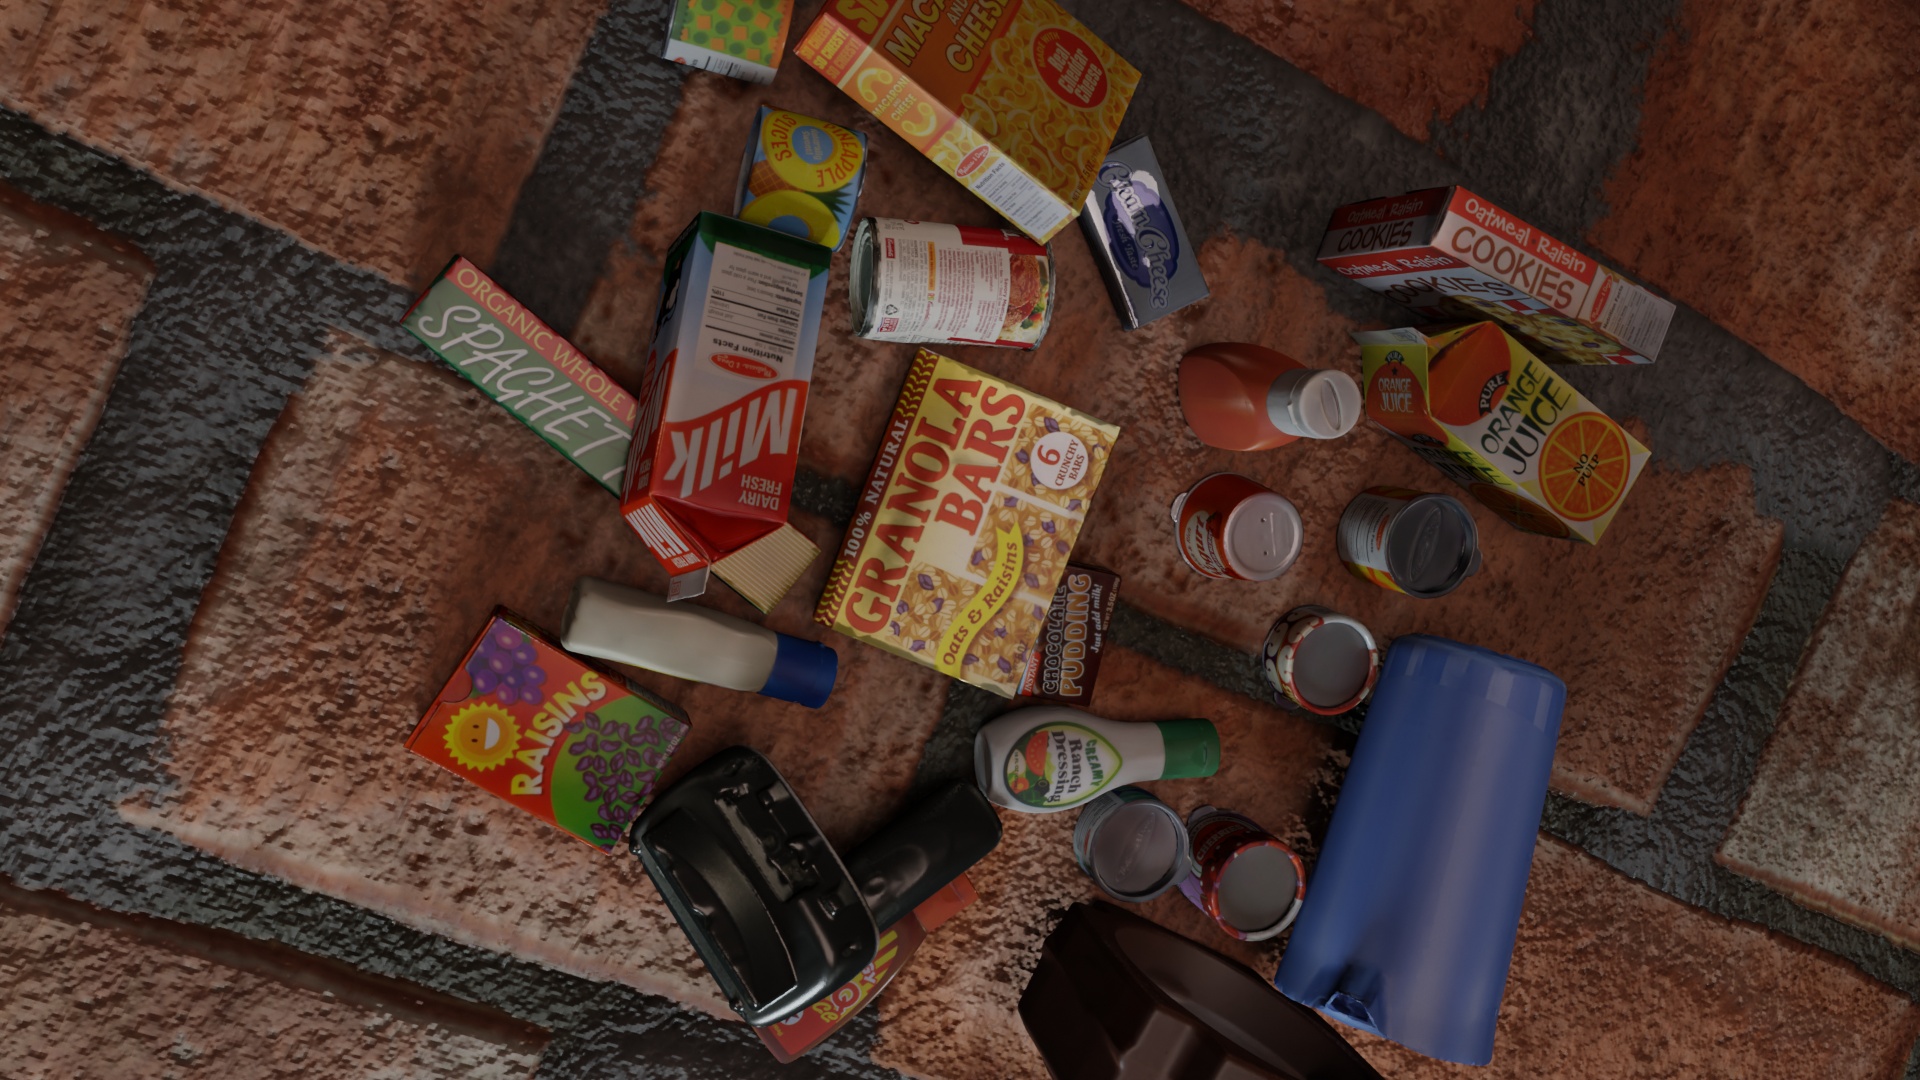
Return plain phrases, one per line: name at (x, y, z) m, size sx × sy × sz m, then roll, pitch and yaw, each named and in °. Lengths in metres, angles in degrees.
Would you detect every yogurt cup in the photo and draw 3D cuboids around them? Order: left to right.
yogurt cup at (0.173, -0.006, 0.849) m, size 0.072 × 0.054 × 0.072 m, roll -2°, pitch 98°, yaw -17°

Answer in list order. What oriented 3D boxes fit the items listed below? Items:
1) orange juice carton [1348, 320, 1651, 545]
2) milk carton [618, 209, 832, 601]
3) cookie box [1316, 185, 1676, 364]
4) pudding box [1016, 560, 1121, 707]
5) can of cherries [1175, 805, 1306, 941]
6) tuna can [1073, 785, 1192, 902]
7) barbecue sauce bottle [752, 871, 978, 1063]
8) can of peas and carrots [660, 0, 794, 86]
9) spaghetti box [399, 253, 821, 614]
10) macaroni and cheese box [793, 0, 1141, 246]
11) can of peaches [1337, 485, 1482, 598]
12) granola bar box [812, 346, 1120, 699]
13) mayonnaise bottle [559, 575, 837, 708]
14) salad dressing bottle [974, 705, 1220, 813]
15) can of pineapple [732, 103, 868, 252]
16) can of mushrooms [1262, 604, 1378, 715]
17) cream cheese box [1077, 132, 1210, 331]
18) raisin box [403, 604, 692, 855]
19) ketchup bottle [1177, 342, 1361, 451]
orange juice carton at (0.331, -0.079, 0.877) m, size 0.192 × 0.072 × 0.073 m, roll 33°, pitch 87°, yaw -18°
milk carton at (-0.126, -0.063, 0.720) m, size 0.073 × 0.072 × 0.191 m, roll 13°, pitch 78°, yaw -24°
cookie box at (0.318, -0.156, 0.835) m, size 0.167 × 0.123 × 0.040 m, roll 22°, pitch 90°, yaw -17°
pudding box at (0.061, 0.054, 0.837) m, size 0.050 × 0.030 × 0.083 m, roll 13°, pitch 93°, yaw -16°
can of cherries at (0.174, 0.208, 0.875) m, size 0.071 × 0.058 × 0.071 m, roll -2°, pitch 98°, yaw -16°
tuna can at (0.108, 0.189, 0.867) m, size 0.071 × 0.033 × 0.071 m, roll -2°, pitch 98°, yaw -16°
barbecue sauce bottle at (-0.060, 0.238, 0.819) m, size 0.149 × 0.043 × 0.065 m, roll -34°, pitch 98°, yaw -10°
can of peas and carrots at (-0.120, -0.279, 0.722) m, size 0.059 × 0.071 × 0.071 m, roll 11°, pitch 94°, yaw -18°
spaghetti box at (-0.185, -0.054, 0.753) m, size 0.250 × 0.029 × 0.050 m, roll 41°, pitch 84°, yaw -17°
macaroni and cheese box at (0.009, -0.257, 0.749) m, size 0.166 × 0.040 × 0.124 m, roll 34°, pitch 56°, yaw -18°
can of peaches at (0.284, 0.001, 0.880) m, size 0.071 × 0.058 × 0.071 m, roll -2°, pitch 97°, yaw -16°
granola bar box at (0.003, -0.010, 0.793) m, size 0.124 × 0.039 × 0.165 m, roll 22°, pitch 90°, yaw -2°
mayonnaise bottle at (-0.142, 0.058, 0.764) m, size 0.148 × 0.065 × 0.041 m, roll 18°, pitch 90°, yaw -21°
salad dressing bottle at (0.084, 0.130, 0.847) m, size 0.148 × 0.044 × 0.064 m, roll -2°, pitch 97°, yaw -16°
can of pineapple at (-0.086, -0.194, 0.742) m, size 0.058 × 0.071 × 0.071 m, roll 12°, pitch 94°, yaw -17°
can of mushrooms at (0.229, 0.079, 0.888) m, size 0.071 × 0.033 × 0.071 m, roll -2°, pitch 98°, yaw -17°
cream cheese box at (0.103, -0.181, 0.822) m, size 0.053 × 0.024 × 0.103 m, roll -28°, pitch 104°, yaw -11°
raisin box at (-0.222, 0.103, 0.757) m, size 0.123 × 0.040 × 0.086 m, roll 34°, pitch 88°, yaw -17°
ketchup bottle at (0.173, -0.080, 0.790) m, size 0.043 × 0.149 × 0.064 m, roll -20°, pitch 102°, yaw -11°
